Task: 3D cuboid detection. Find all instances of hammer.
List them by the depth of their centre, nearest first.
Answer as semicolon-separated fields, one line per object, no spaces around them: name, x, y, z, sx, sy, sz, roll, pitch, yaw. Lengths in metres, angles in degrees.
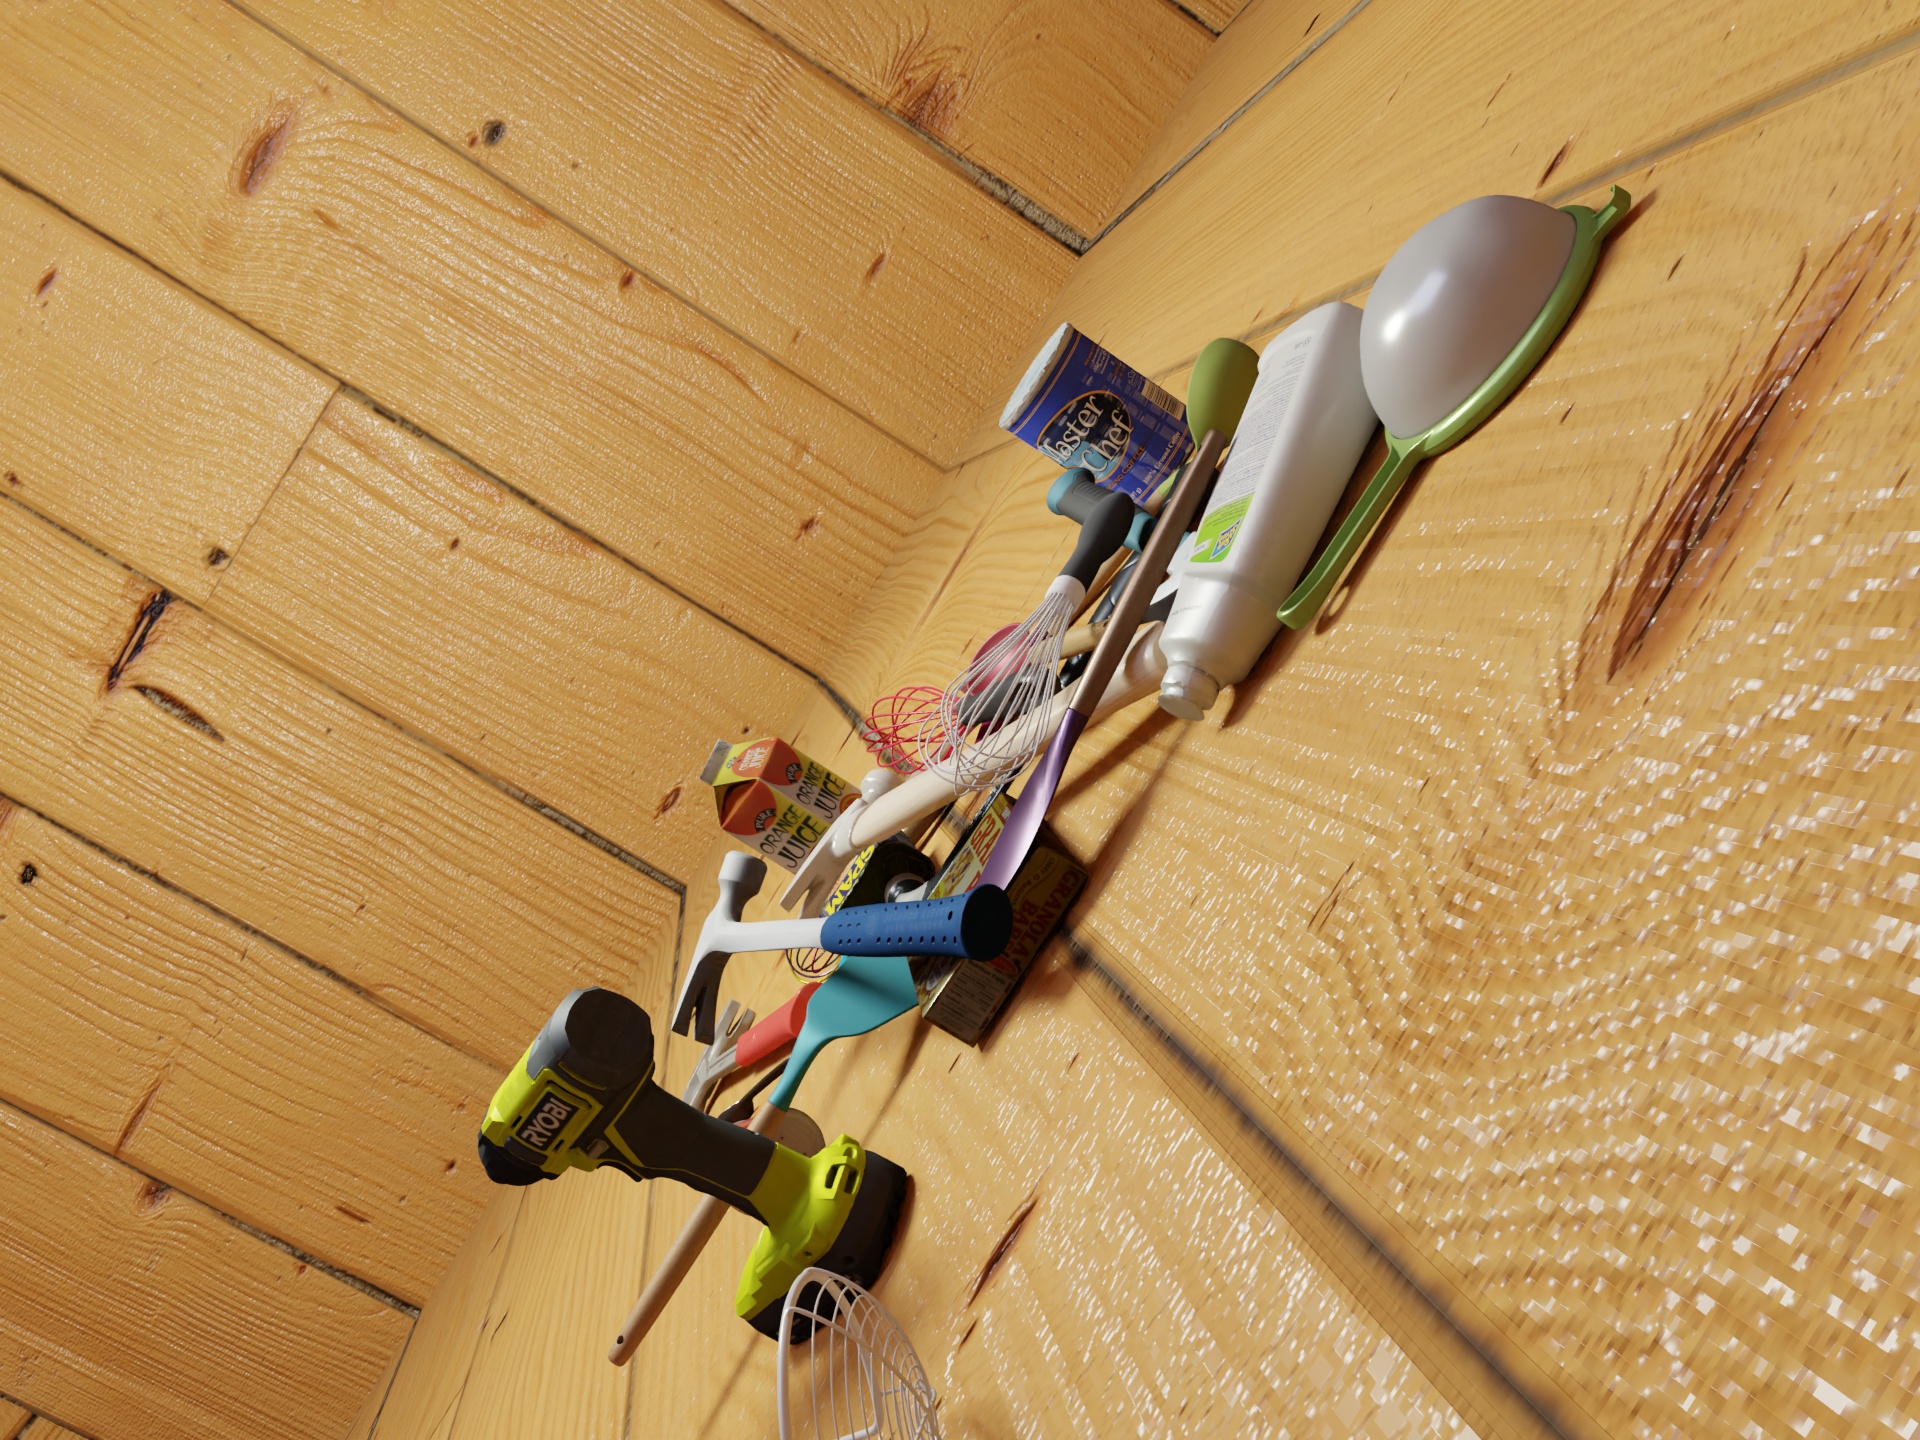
hammer;-0.089;0.144;1.036;0.405;0.035;0.144;-15;53;58
hammer;0.009;0.036;1.077;0.410;0.038;0.146;-32;18;51
hammer;0.122;-0.138;1.124;0.128;0.033;0.331;-53;20;6
hammer;0.069;-0.012;1.160;0.409;0.036;0.149;-57;11;2
hammer;-0.185;0.289;1.464;0.359;0.036;0.149;-43;18;57

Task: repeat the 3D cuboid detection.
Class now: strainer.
strainer;0.219;-0.169;0.812;0.256;0.069;0.151;-56;10;0

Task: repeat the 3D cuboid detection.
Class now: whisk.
whisk;0.053;-0.059;0.999;0.070;0.070;0.285;-46;10;50
whisk;-0.002;-0.004;1.207;0.073;0.073;0.296;-62;18;-21
whisk;-0.070;0.136;1.387;0.245;0.051;0.047;-51;32;13

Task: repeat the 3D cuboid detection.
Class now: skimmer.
skimmer;-0.101;0.349;0.735;0.363;0.090;0.127;-49;44;50

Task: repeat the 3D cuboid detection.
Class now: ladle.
ladle;0.061;-0.051;1.130;0.069;0.031;0.315;-63;11;-9
ladle;0.139;-0.170;1.243;0.078;0.062;0.320;-31;-14;-41

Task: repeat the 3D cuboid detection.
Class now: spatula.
spatula;0.081;-0.027;0.928;0.316;0.018;0.060;-63;13;-2
spatula;-0.127;0.279;1.039;0.082;0.044;0.317;22;73;42

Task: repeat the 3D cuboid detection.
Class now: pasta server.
pasta server;-0.019;0.020;1.422;0.060;0.040;0.316;-54;2;-31

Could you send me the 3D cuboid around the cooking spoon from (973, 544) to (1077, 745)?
cooking spoon;0.083;-0.098;1.396;0.319;0.017;0.068;-62;8;-20

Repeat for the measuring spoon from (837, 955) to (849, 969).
measuring spoon;-0.076;0.178;1.350;0.128;0.021;0.042;-66;24;4

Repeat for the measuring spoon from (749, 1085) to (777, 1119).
measuring spoon;-0.170;0.335;1.337;0.117;0.011;0.021;-54;1;39

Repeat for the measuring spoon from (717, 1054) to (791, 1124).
measuring spoon;-0.165;0.315;1.351;0.034;0.018;0.124;-6;-33;-52

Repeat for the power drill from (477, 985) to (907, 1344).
power drill;-0.159;0.257;0.902;0.171;0.223;0.080;-50;12;38
